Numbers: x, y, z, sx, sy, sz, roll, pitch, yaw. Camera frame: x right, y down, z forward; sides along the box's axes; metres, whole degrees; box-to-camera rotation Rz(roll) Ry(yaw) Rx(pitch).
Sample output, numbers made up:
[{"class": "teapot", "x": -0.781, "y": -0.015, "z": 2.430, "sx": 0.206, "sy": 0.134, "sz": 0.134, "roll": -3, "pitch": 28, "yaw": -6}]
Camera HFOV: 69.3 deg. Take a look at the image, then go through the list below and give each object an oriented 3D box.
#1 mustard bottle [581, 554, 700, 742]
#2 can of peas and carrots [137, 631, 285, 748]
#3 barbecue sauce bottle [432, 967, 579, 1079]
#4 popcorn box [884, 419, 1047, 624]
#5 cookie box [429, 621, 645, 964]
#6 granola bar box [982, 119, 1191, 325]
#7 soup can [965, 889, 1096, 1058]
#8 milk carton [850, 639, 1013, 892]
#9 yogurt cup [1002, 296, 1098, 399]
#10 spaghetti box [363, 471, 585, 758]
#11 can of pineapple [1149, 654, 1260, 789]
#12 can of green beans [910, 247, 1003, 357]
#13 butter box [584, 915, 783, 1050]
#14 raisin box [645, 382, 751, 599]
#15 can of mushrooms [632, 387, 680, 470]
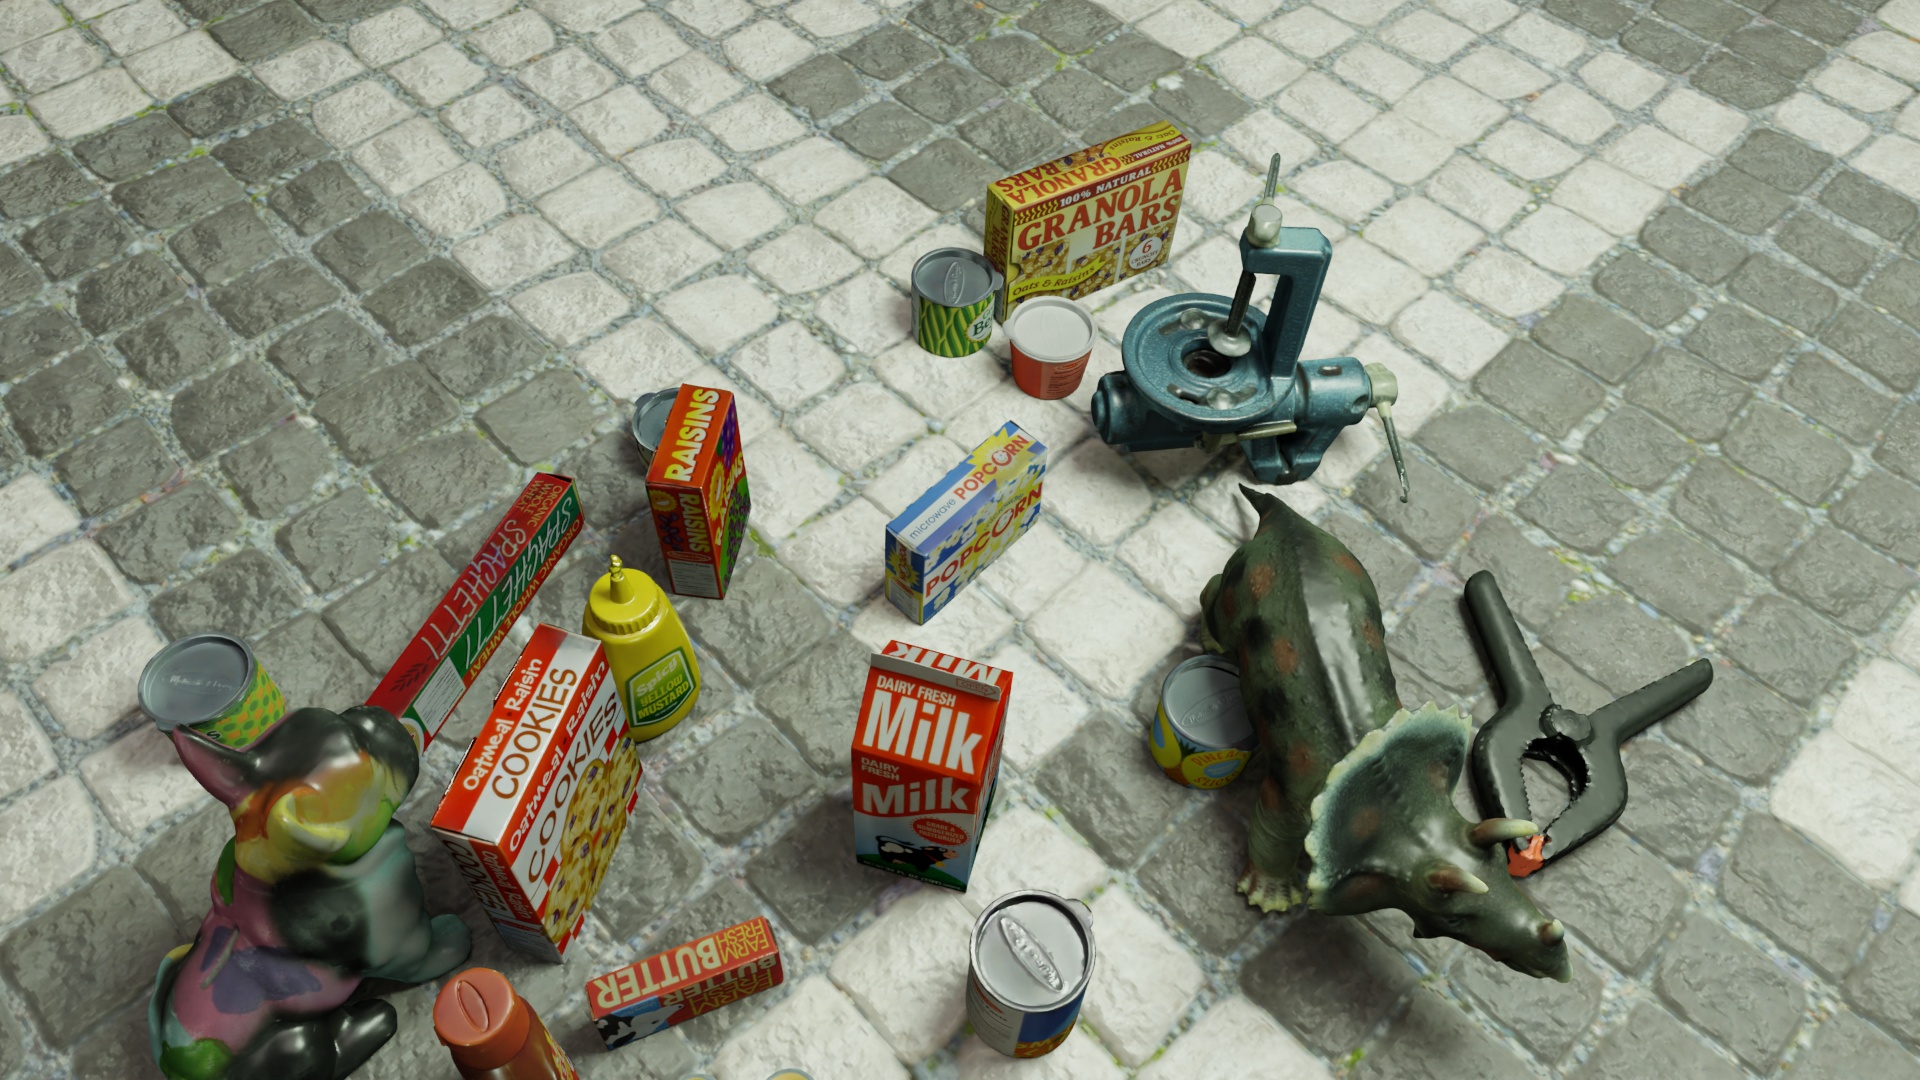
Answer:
[{"class": "mustard bottle", "x": -0.196, "y": 0.061, "z": 0.833, "sx": 0.065, "sy": 0.159, "sz": 0.049, "roll": -35, "pitch": 62, "yaw": -24}, {"class": "can of peas and carrots", "x": -0.460, "y": 0.101, "z": 0.855, "sx": 0.071, "sy": 0.058, "sz": 0.071, "roll": 1, "pitch": 53, "yaw": -1}, {"class": "barbecue sauce bottle", "x": -0.226, "y": 0.256, "z": 0.694, "sx": 0.044, "sy": 0.147, "sz": 0.065, "roll": -29, "pitch": 60, "yaw": -21}, {"class": "popcorn box", "x": 0.003, "y": -0.012, "z": 0.942, "sx": 0.038, "sy": 0.084, "sz": 0.127, "roll": 36, "pitch": 60, "yaw": 22}, {"class": "cookie box", "x": -0.227, "y": 0.143, "z": 0.767, "sx": 0.040, "sy": 0.166, "sz": 0.123, "roll": 13, "pitch": 54, "yaw": 7}, {"class": "granola bar box", "x": 0.098, "y": -0.249, "z": 1.098, "sx": 0.166, "sy": 0.123, "sz": 0.039, "roll": -25, "pitch": 58, "yaw": -19}, {"class": "soup can", "x": 0.039, "y": 0.237, "z": 0.760, "sx": 0.071, "sy": 0.083, "sz": 0.072, "roll": 1, "pitch": 54, "yaw": -1}, {"class": "milk carton", "x": -0.016, "y": 0.120, "z": 0.778, "sx": 0.072, "sy": 0.189, "sz": 0.074, "roll": 14, "pitch": 54, "yaw": 8}, {"class": "yogurt cup", "x": 0.069, "y": -0.145, "z": 1.063, "sx": 0.072, "sy": 0.053, "sz": 0.073, "roll": 1, "pitch": 53, "yaw": -1}, {"class": "spaghetti box", "x": -0.320, "y": 0.060, "z": 0.897, "sx": 0.029, "sy": 0.050, "sz": 0.251, "roll": 18, "pitch": 55, "yaw": 11}, {"class": "can of pineapple", "x": 0.155, "y": 0.116, "z": 0.870, "sx": 0.071, "sy": 0.057, "sz": 0.071, "roll": 1, "pitch": 53, "yaw": -1}, {"class": "can of green beans", "x": -0.006, "y": -0.186, "z": 1.088, "sx": 0.071, "sy": 0.057, "sz": 0.071, "roll": 1, "pitch": 53, "yaw": -1}, {"class": "butter box", "x": -0.150, "y": 0.244, "z": 0.766, "sx": 0.104, "sy": 0.052, "sz": 0.024, "roll": -18, "pitch": 56, "yaw": -15}, {"class": "raisin box", "x": -0.172, "y": -0.031, "z": 0.925, "sx": 0.040, "sy": 0.122, "sz": 0.086, "roll": 8, "pitch": 54, "yaw": 4}, {"class": "can of mushrooms", "x": -0.206, "y": -0.079, "z": 1.015, "sx": 0.071, "sy": 0.033, "sz": 0.071, "roll": 1, "pitch": 53, "yaw": -1}]
